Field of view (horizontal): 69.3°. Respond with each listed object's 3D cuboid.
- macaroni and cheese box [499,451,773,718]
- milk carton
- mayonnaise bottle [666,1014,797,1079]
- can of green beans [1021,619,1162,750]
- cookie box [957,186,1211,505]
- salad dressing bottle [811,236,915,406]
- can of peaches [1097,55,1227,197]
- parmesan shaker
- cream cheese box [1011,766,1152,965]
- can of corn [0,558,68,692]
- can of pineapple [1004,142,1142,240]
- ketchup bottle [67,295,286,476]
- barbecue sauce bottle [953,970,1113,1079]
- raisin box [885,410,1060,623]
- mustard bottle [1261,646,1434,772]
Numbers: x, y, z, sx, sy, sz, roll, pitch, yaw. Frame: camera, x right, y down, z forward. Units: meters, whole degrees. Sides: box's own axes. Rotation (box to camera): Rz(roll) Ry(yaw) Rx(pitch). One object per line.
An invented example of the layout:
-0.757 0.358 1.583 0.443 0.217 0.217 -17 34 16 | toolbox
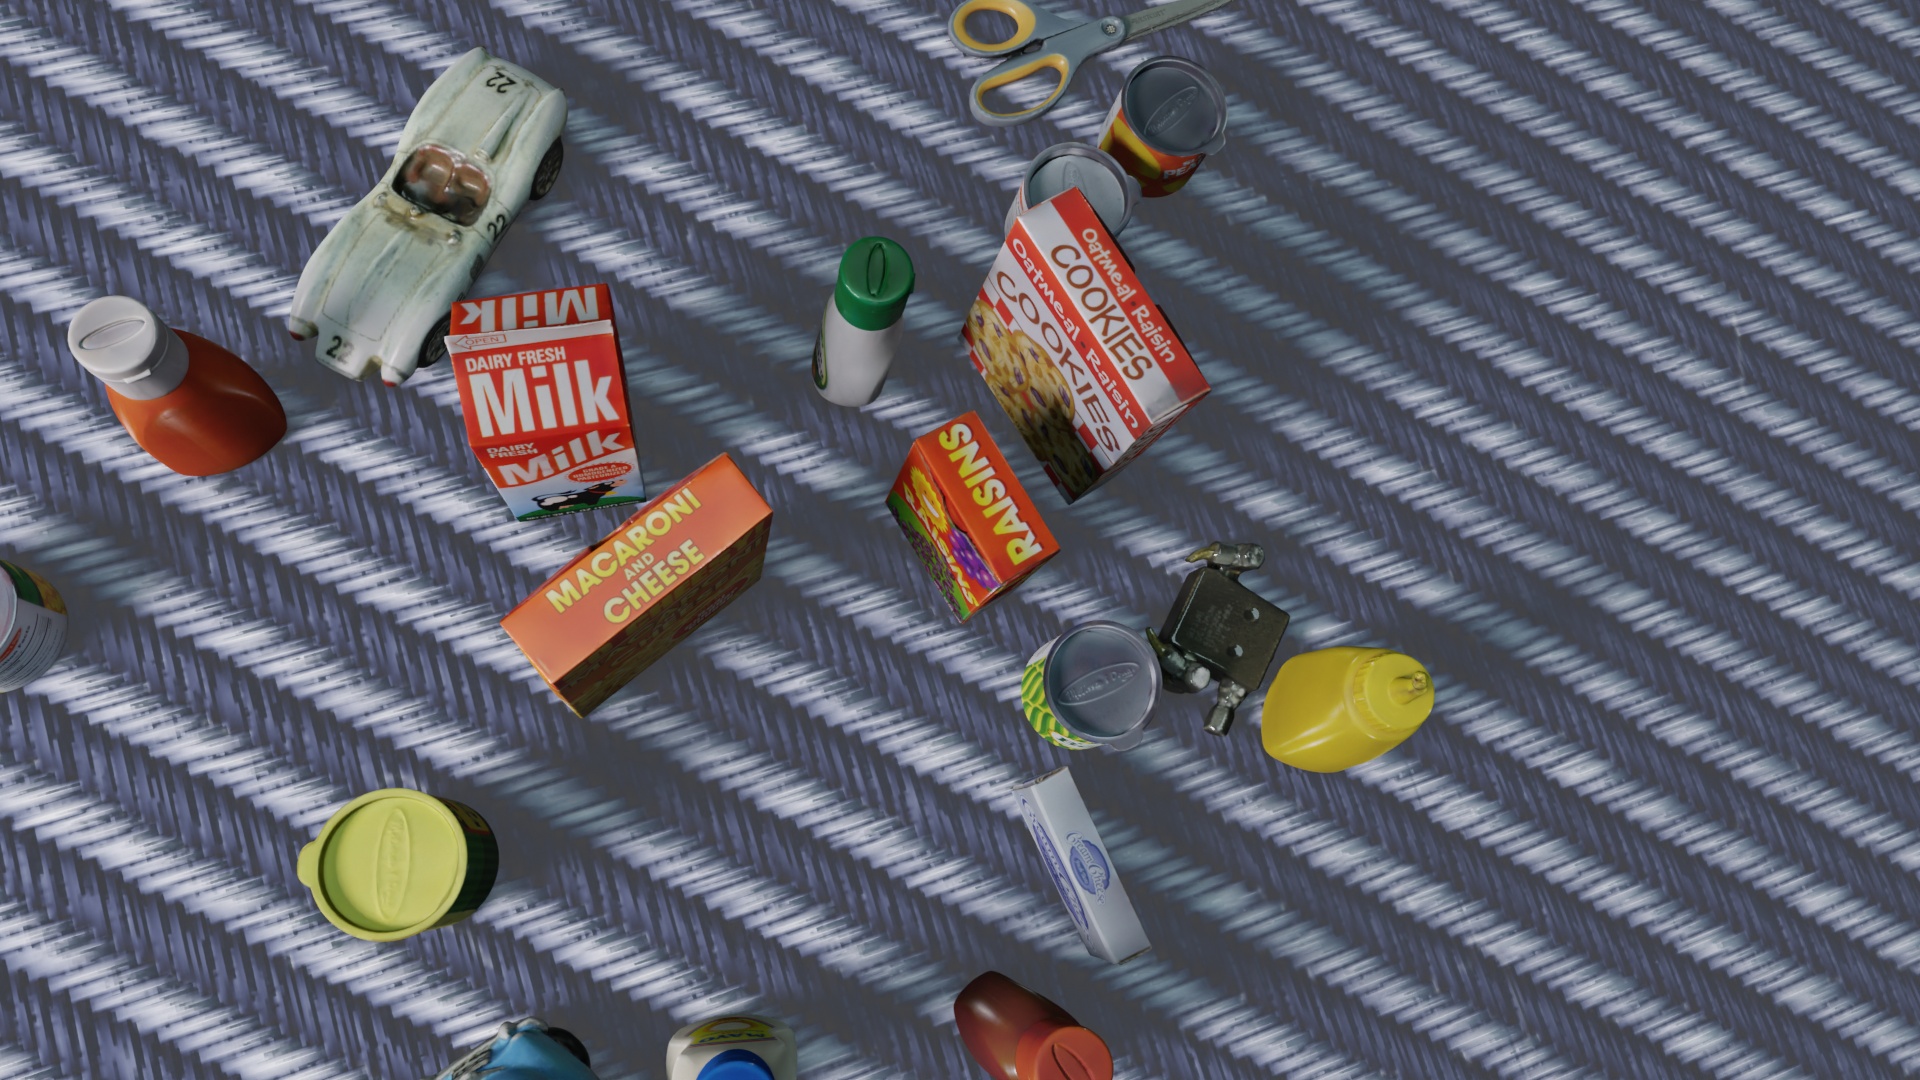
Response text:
-0.154 0.027 0.678 0.124 0.166 0.040 -40 87 -16 | macaroni and cheese box
-0.199 -0.069 0.680 0.072 0.190 0.073 -9 79 -12 | milk carton
-0.105 0.249 0.645 0.065 0.147 0.041 -1 78 -11 | mayonnaise bottle
0.071 0.081 0.764 0.071 0.057 0.071 2 77 -10 | can of green beans
0.061 -0.098 0.747 0.040 0.167 0.123 -31 85 -15 | cookie box
-0.052 -0.116 0.741 0.044 0.147 0.064 8 76 -9 | salad dressing bottle
0.124 -0.250 0.852 0.071 0.058 0.071 2 77 -10 | can of peaches
-0.264 0.153 0.661 0.071 0.103 0.071 2 77 -10 | parmesan shaker
0.063 0.173 0.743 0.024 0.053 0.104 -23 82 -14 | cream cheese box
-0.481 0.038 0.671 0.071 0.058 0.071 2 77 -10 | can of corn
0.065 -0.193 0.827 0.071 0.057 0.071 2 77 -10 | can of pineapple
-0.378 -0.073 0.669 0.065 0.148 0.043 -28 84 -15 | ketchup bottle
0.036 0.245 0.672 0.044 0.148 0.065 -38 87 -16 | barbecue sauce bottle
0.003 -0.009 0.738 0.040 0.123 0.086 -29 84 -15 | raisin box
0.209 0.087 0.735 0.049 0.160 0.065 16 75 -7 | mustard bottle
